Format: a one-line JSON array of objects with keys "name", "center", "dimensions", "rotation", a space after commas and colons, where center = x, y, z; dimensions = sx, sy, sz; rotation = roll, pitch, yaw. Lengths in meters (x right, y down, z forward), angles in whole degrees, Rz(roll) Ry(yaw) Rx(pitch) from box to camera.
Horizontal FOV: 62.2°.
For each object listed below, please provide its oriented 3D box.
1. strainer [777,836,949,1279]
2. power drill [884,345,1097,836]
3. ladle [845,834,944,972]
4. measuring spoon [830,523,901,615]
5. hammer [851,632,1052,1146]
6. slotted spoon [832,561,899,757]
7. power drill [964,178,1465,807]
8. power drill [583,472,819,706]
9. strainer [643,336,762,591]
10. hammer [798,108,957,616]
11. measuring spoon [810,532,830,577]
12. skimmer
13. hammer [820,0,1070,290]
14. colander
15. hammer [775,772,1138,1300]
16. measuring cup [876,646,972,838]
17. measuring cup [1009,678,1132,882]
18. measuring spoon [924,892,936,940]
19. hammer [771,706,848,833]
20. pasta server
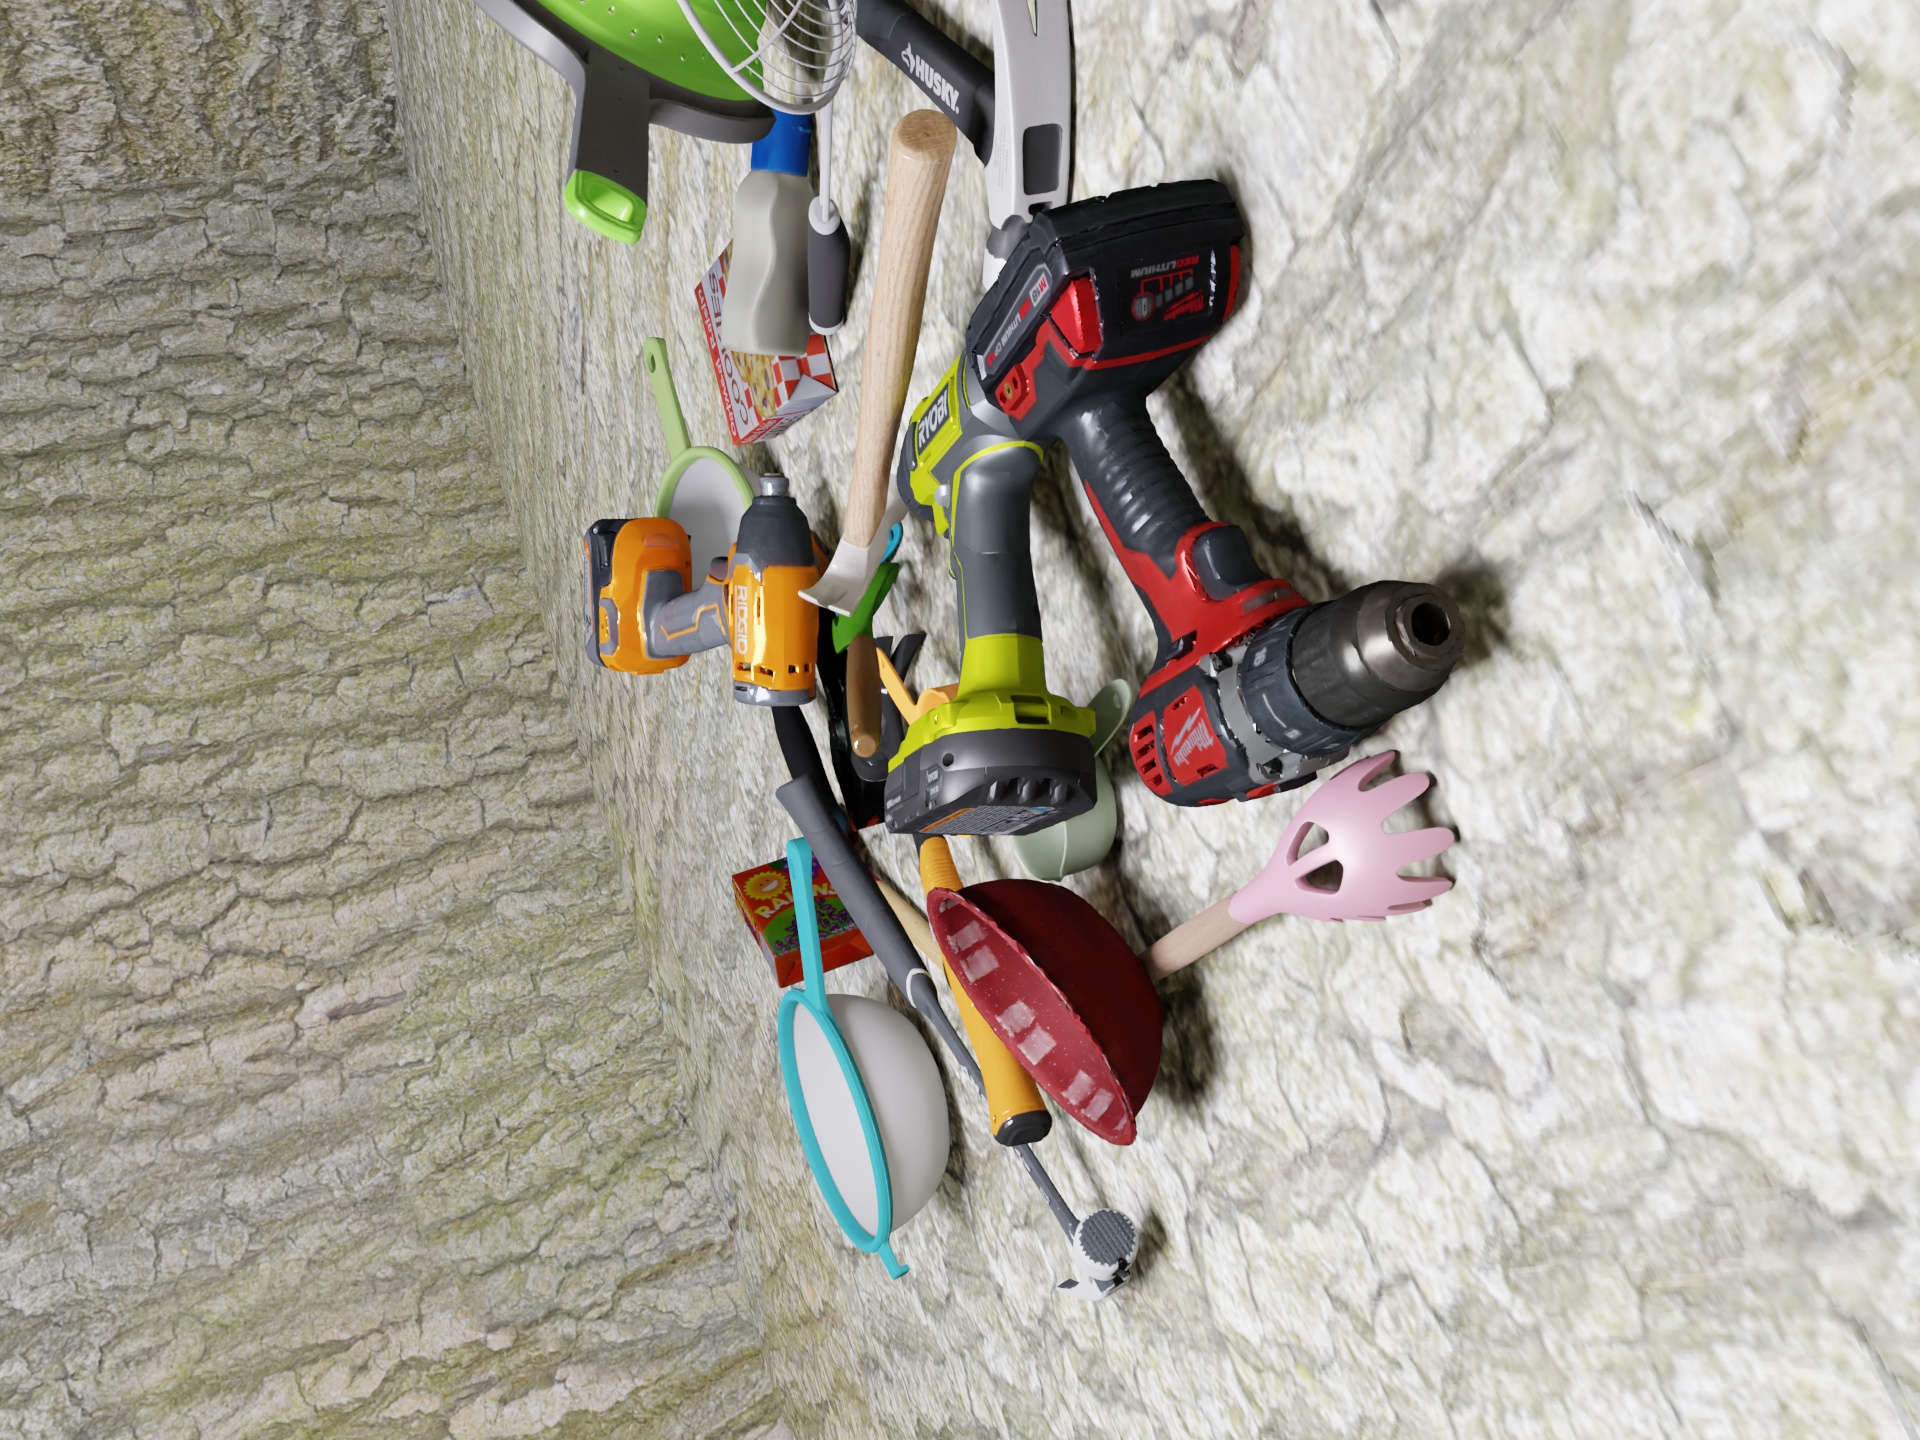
[{"name": "strainer", "center": [-0.072, 0.242, 1.240], "dimensions": [0.211, 0.095, 0.340], "rotation": [28, 127, 61]}, {"name": "power drill", "center": [0.008, -0.059, 0.787], "dimensions": [0.171, 0.080, 0.223], "rotation": [146, 125, -68]}, {"name": "ladle", "center": [-0.052, 0.140, 1.214], "dimensions": [0.316, 0.031, 0.069], "rotation": [35, 135, 59]}, {"name": "measuring spoon", "center": [-0.058, -0.106, 1.078], "dimensions": [0.128, 0.021, 0.042], "rotation": [-38, 68, 59]}, {"name": "hammer", "center": [-0.008, 0.100, 0.971], "dimensions": [0.127, 0.034, 0.337], "rotation": [105, 153, -46]}, {"name": "slotted spoon", "center": [-0.055, -0.038, 0.916], "dimensions": [0.070, 0.031, 0.314], "rotation": [-57, 13, 14]}, {"name": "power drill", "center": [0.092, -0.084, 0.594], "dimensions": [0.227, 0.080, 0.188], "rotation": [70, 160, 7]}, {"name": "power drill", "center": [-0.189, -0.102, 1.183], "dimensions": [0.227, 0.084, 0.164], "rotation": [10, 101, 44]}, {"name": "strainer", "center": [-0.197, -0.194, 1.287], "dimensions": [0.151, 0.069, 0.256], "rotation": [-31, 72, 47]}, {"name": "hammer", "center": [-0.041, -0.169, 0.829], "dimensions": [0.331, 0.031, 0.130], "rotation": [106, -176, -58]}, {"name": "measuring spoon", "center": [-0.097, -0.114, 1.181], "dimensions": [0.117, 0.011, 0.021], "rotation": [-124, 28, -51]}, {"name": "skimmer", "center": [-0.102, -0.306, 0.852], "dimensions": [0.363, 0.090, 0.127], "rotation": [107, 161, -74]}, {"name": "hammer", "center": [-0.032, -0.351, 0.797], "dimensions": [0.146, 0.035, 0.335], "rotation": [93, 154, -42]}, {"name": "colander", "center": [-0.164, -0.368, 0.824], "dimensions": [0.094, 0.204, 0.398], "rotation": [-52, 31, 30]}, {"name": "hammer", "center": [-0.014, 0.192, 1.031], "dimensions": [0.409, 0.036, 0.149], "rotation": [55, 162, 28]}, {"name": "measuring cup", "center": [-0.001, -0.003, 0.939], "dimensions": [0.174, 0.052, 0.095], "rotation": [-126, 28, -51]}, {"name": "measuring cup", "center": [0.066, 0.022, 0.800], "dimensions": [0.083, 0.038, 0.167], "rotation": [68, 153, 22]}, {"name": "measuring spoon", "center": [-0.021, 0.092, 1.116], "dimensions": [0.034, 0.018, 0.124], "rotation": [150, 112, -83]}, {"name": "hammer", "center": [-0.141, -0.009, 1.278], "dimensions": [0.331, 0.033, 0.128], "rotation": [-117, 23, -52]}, {"name": "pasta server", "center": [0.124, 0.086, 0.704], "dimensions": [0.316, 0.040, 0.060], "rotation": [119, 133, -68]}]
